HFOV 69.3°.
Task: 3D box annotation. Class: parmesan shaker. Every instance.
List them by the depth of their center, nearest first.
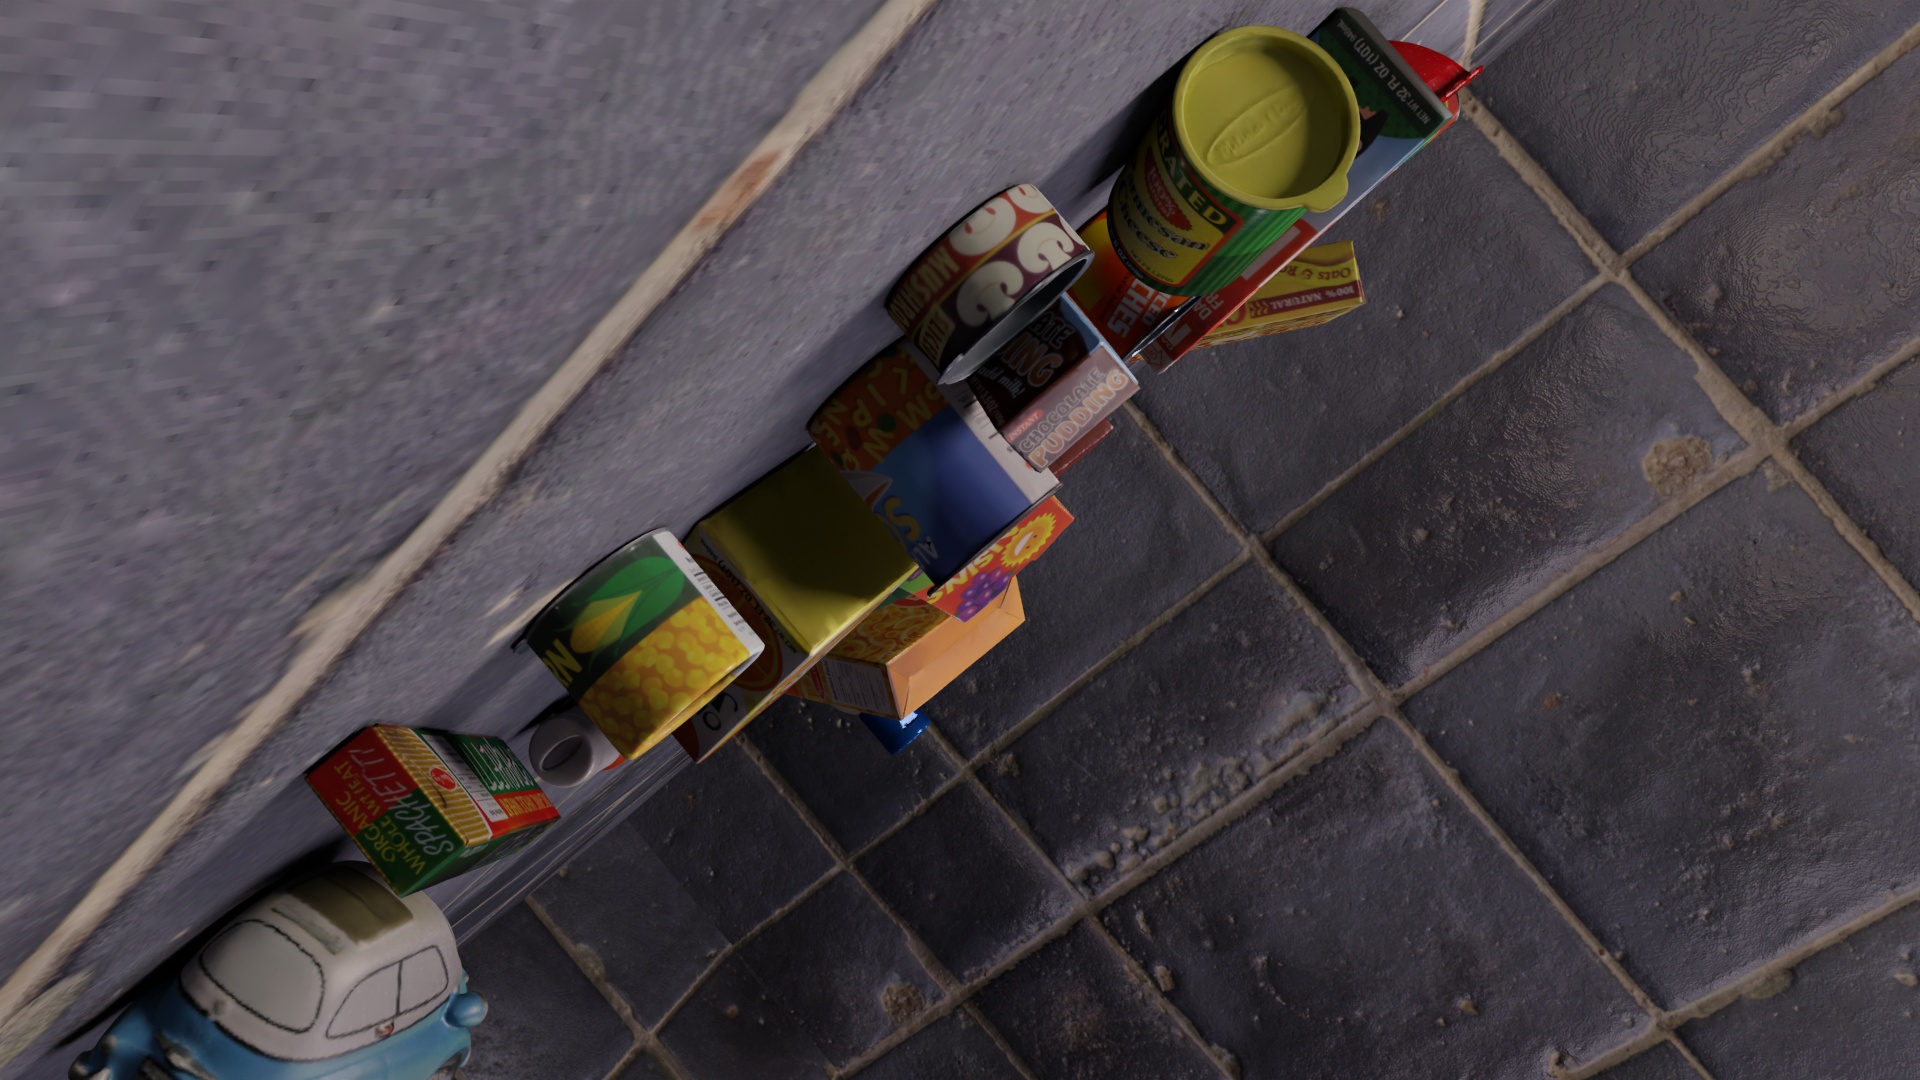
[{"bbox_3d":[0.099,-0.135,0.522,0.071,0.071,0.103,-40,179,-11],"label":"parmesan shaker"}]

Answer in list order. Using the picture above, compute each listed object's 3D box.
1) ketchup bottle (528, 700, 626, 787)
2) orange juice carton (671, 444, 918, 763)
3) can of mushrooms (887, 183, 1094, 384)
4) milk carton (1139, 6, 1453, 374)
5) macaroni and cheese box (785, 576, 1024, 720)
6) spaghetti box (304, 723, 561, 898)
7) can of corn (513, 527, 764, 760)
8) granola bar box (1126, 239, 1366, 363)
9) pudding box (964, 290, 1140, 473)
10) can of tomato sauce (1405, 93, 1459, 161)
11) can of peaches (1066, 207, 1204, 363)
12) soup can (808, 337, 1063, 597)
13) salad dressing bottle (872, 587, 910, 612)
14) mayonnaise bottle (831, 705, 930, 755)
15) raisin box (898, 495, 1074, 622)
[{"bbox_3d":[-0.190,0.099,0.773,0.064,0.043,0.149,-39,178,11],"label":"ketchup bottle"},{"bbox_3d":[-0.104,0.041,0.648,0.073,0.072,0.191,-39,178,-38],"label":"orange juice carton"},{"bbox_3d":[0.008,-0.084,0.465,0.071,0.033,0.071,-40,179,-1],"label":"can of mushrooms"},{"bbox_3d":[0.146,-0.169,0.696,0.190,0.072,0.074,-41,179,28],"label":"milk carton"},{"bbox_3d":[-0.064,0.051,0.860,0.166,0.040,0.124,7,-151,39],"label":"macaroni and cheese box"},{"bbox_3d":[-0.197,0.103,0.550,0.029,0.050,0.249,-38,178,-13],"label":"spaghetti box"},{"bbox_3d":[-0.117,0.040,0.510,0.071,0.058,0.071,-41,178,-1],"label":"can of corn"},{"bbox_3d":[0.140,-0.135,0.817,0.165,0.039,0.124,-11,-177,5],"label":"granola bar box"},{"bbox_3d":[0.026,-0.070,0.517,0.049,0.030,0.084,-40,-138,10],"label":"pudding box"},{"bbox_3d":[0.279,-0.279,0.924,0.083,0.071,0.071,-40,178,-7],"label":"can of tomato sauce"},{"bbox_3d":[0.077,-0.121,0.653,0.071,0.058,0.071,-40,178,-1],"label":"can of peaches"},{"bbox_3d":[-0.013,-0.031,0.559,0.071,0.084,0.071,-40,178,-1],"label":"soup can"},{"bbox_3d":[-0.097,0.044,0.764,0.147,0.044,0.064,-27,155,8],"label":"salad dressing bottle"},{"bbox_3d":[-0.081,0.082,0.966,0.065,0.148,0.041,-40,178,-30],"label":"mayonnaise bottle"},{"bbox_3d":[0.003,-0.009,0.708,0.086,0.040,0.123,-44,157,4],"label":"raisin box"}]
